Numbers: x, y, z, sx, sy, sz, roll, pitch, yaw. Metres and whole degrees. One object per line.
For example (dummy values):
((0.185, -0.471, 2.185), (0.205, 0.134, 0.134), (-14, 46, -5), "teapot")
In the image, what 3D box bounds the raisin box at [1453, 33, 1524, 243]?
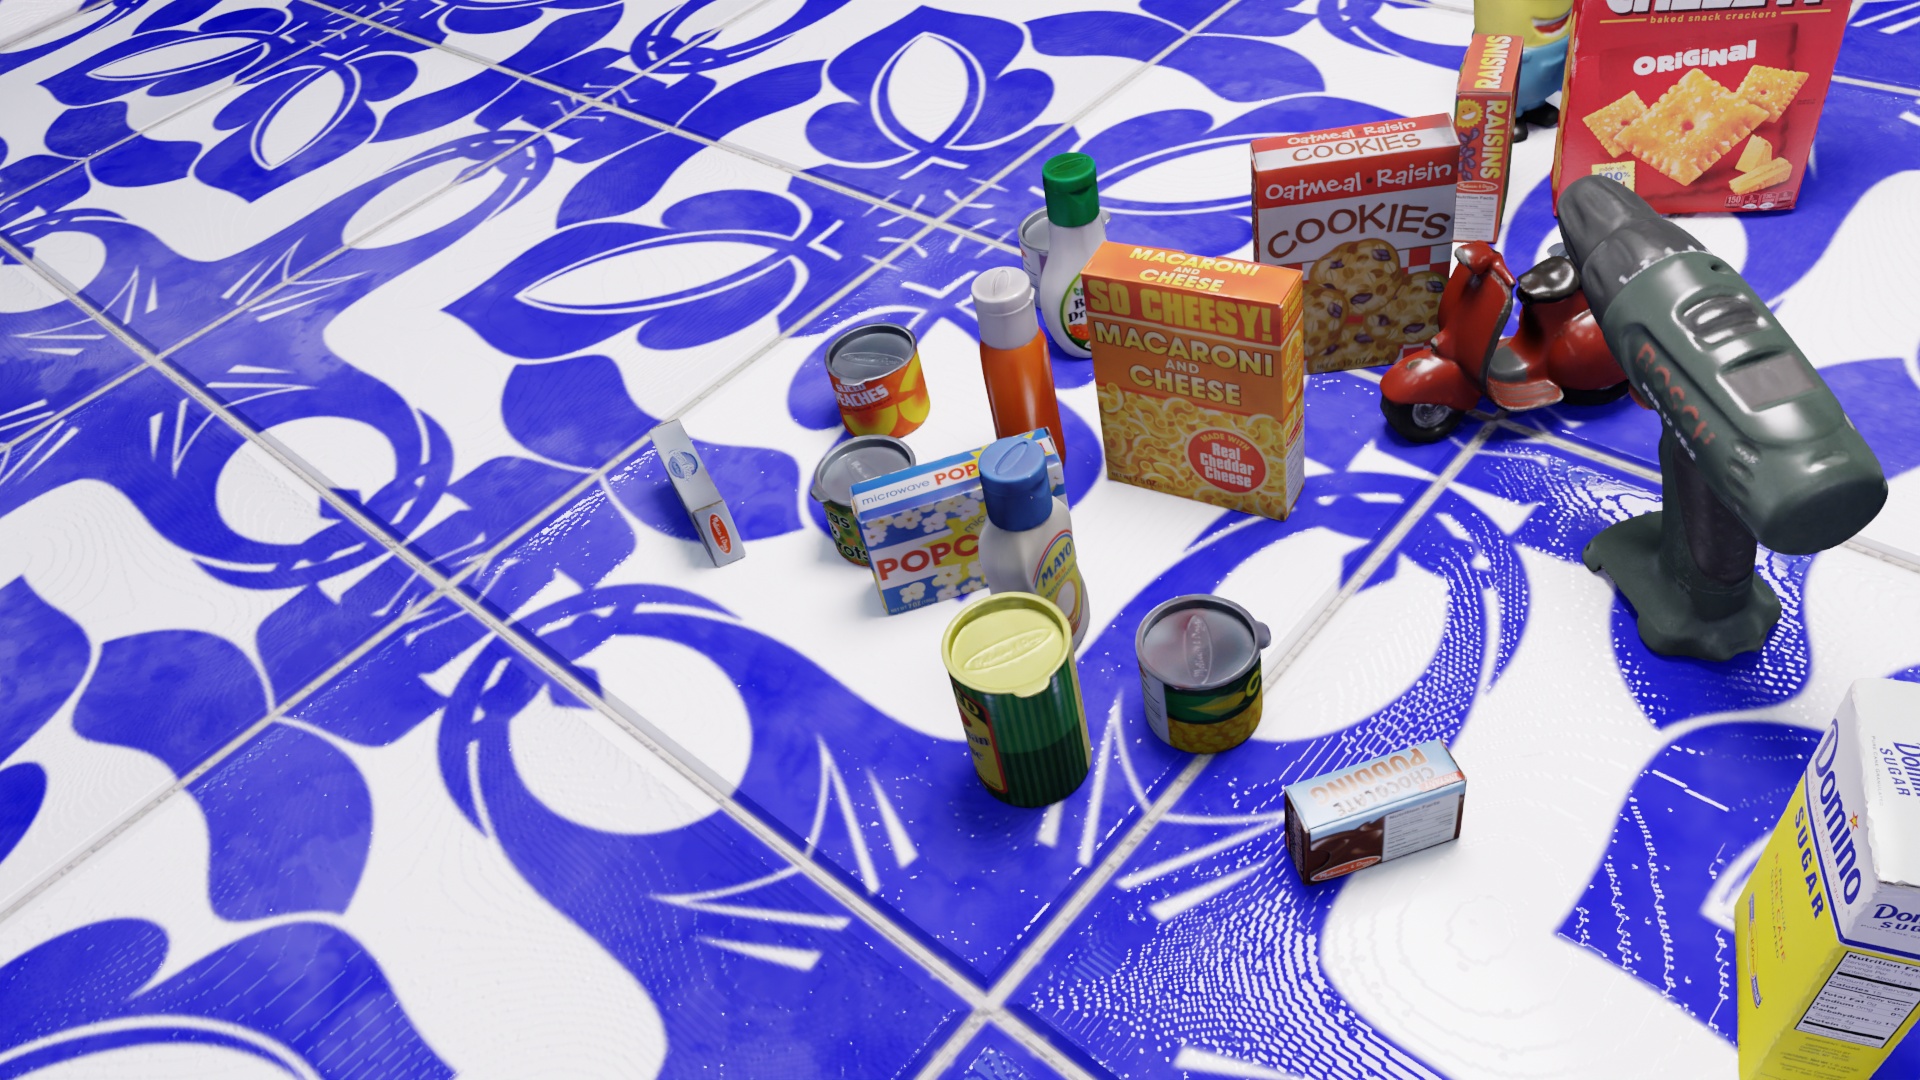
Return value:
((0.383, -0.293, 1.017), (0.040, 0.122, 0.086), (9, 48, 22), "raisin box")

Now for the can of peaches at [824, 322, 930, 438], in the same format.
((-0.059, -0.111, 0.984), (0.071, 0.057, 0.071), (-7, 44, 7), "can of peaches")

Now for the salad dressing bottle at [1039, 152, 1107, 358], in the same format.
((0.083, -0.199, 0.975), (0.064, 0.147, 0.044), (-23, 45, -10), "salad dressing bottle")

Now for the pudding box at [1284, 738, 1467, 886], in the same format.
((0.202, 0.133, 0.679), (0.084, 0.049, 0.030), (-17, 44, -4), "pudding box")

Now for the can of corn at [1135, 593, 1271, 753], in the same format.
((0.133, 0.072, 0.752), (0.071, 0.058, 0.071), (-7, 44, 7), "can of corn")

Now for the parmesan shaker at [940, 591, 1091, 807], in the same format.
((0.032, 0.087, 0.728), (0.071, 0.102, 0.072), (-7, 44, 7), "parmesan shaker")

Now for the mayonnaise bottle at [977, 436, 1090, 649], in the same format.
((0.039, 0.009, 0.774), (0.041, 0.147, 0.065), (20, 53, 30), "mayonnaise bottle")

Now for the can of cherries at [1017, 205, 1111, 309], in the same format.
((0.082, -0.215, 1.056), (0.071, 0.058, 0.072), (-7, 44, 7), "can of cherries")

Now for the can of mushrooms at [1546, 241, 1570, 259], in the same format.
((0.433, -0.177, 0.950), (0.071, 0.033, 0.071), (-7, 44, 7), "can of mushrooms")

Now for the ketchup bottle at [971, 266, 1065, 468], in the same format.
((0.038, -0.104, 0.889), (0.043, 0.148, 0.065), (-1, 45, 13), "ketchup bottle")

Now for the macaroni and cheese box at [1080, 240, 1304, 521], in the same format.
((0.143, -0.096, 0.843), (0.124, 0.165, 0.040), (15, 51, 27), "macaroni and cheese box")

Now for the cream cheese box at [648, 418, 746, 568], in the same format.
((-0.178, -0.033, 0.937), (0.024, 0.053, 0.104), (-25, 45, -12), "cream cheese box")

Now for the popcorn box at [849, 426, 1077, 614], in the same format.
((0.003, -0.011, 0.848), (0.127, 0.084, 0.038), (-17, 44, -4), "popcorn box")

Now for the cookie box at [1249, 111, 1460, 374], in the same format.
((0.255, -0.189, 0.910), (0.123, 0.166, 0.040), (-6, 44, 8), "cookie box")

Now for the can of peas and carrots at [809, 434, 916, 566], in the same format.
((-0.058, -0.024, 0.895), (0.071, 0.058, 0.071), (-7, 44, 7), "can of peas and carrots")
